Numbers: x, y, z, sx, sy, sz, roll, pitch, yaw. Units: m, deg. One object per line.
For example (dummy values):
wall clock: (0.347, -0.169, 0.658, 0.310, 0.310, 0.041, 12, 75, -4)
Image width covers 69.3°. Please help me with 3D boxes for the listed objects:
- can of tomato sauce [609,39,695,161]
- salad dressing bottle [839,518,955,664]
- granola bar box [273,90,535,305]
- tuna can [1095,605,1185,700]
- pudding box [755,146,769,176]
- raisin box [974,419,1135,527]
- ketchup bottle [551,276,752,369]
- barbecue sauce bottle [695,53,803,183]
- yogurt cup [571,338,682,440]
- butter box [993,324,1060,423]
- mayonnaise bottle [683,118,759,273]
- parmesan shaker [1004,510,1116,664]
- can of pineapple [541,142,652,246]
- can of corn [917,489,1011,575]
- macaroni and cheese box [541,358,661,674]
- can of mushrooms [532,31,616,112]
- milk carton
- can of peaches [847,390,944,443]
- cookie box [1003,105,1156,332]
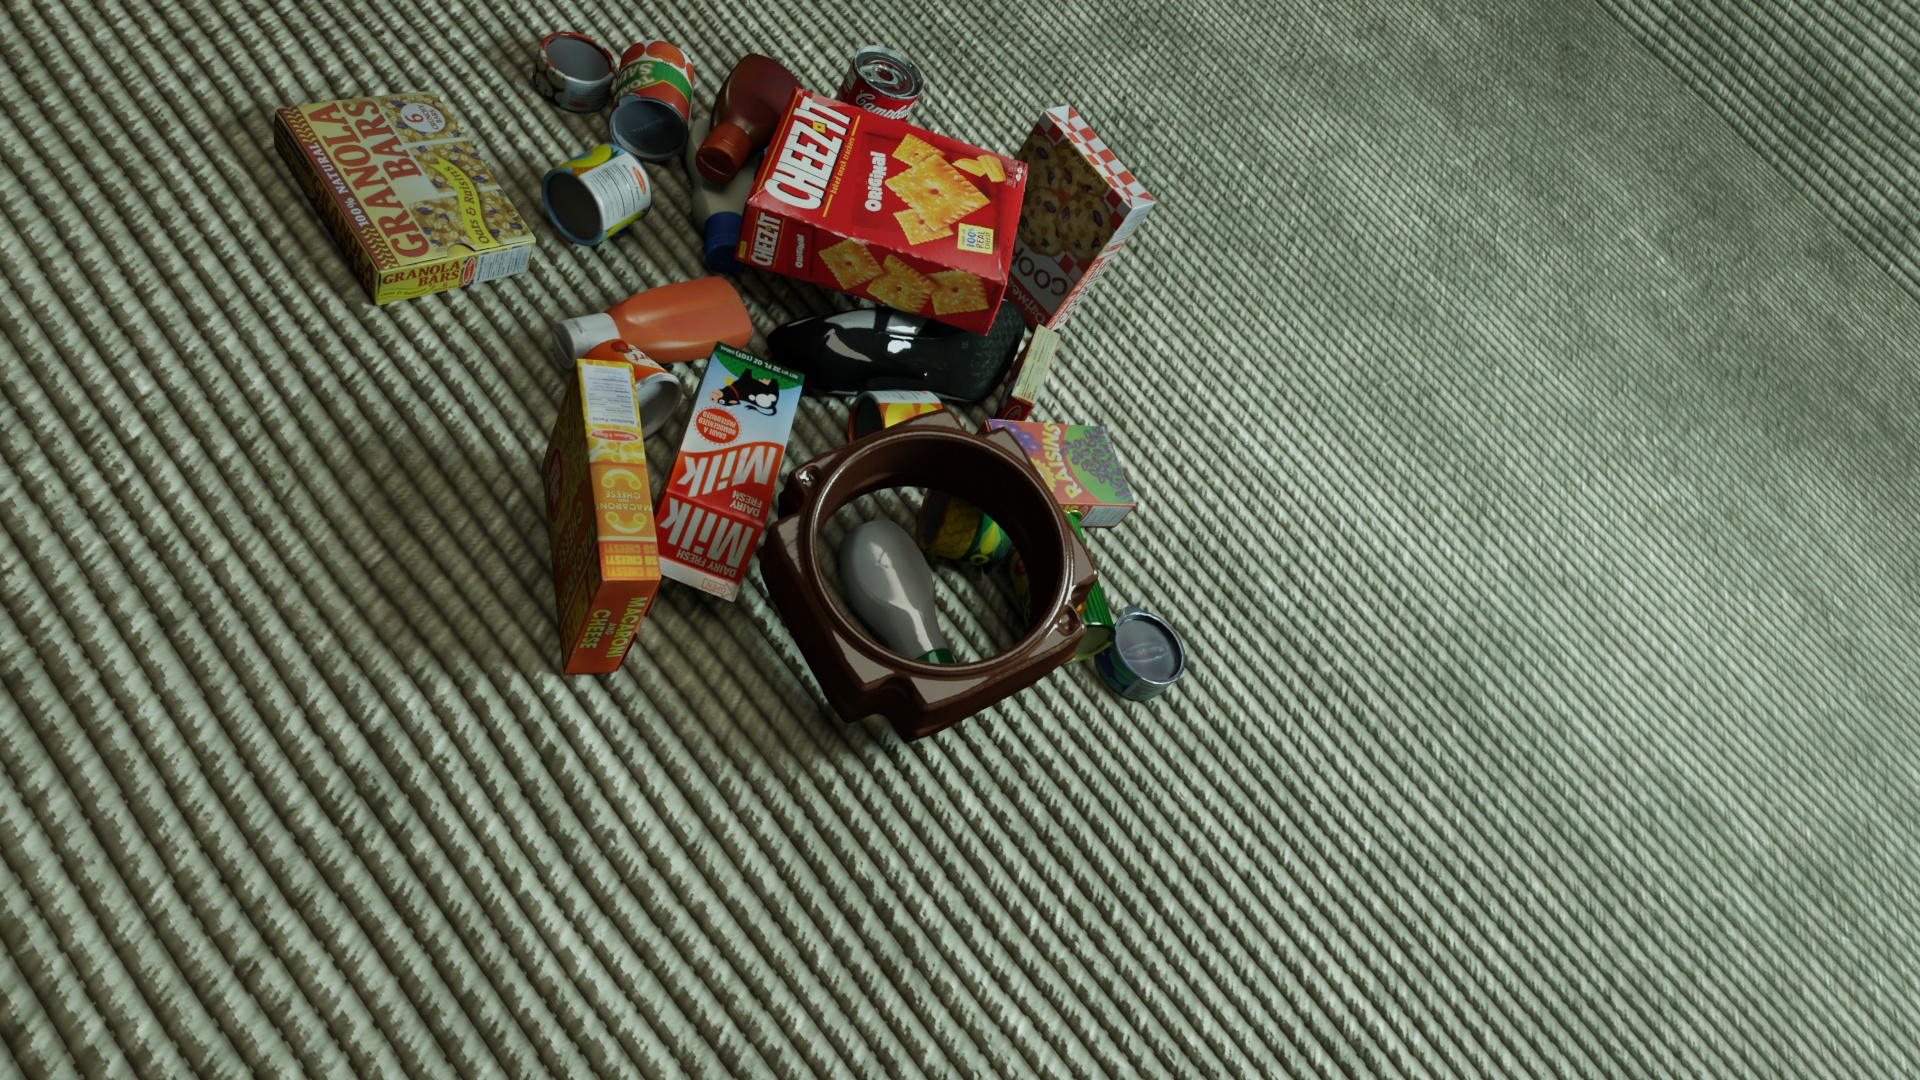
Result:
can of tomato sauce: (-0.266, -0.381, 1.196, 0.071, 0.070, 0.083, 13, 51, -21)
salad dressing bottle: (-0.040, 0.056, 1.018, 0.064, 0.043, 0.148, -14, 66, -30)
granola bar box: (-0.416, -0.261, 1.041, 0.125, 0.038, 0.166, -24, 71, -39)
tuna can: (0.141, 0.090, 1.102, 0.071, 0.032, 0.071, 15, 51, -20)
pudding box: (-0.163, -0.364, 1.268, 0.050, 0.030, 0.084, 8, 53, -24)
raisin box: (0.076, -0.055, 1.169, 0.123, 0.040, 0.086, 1, 58, -28)
ketchup bottle: (-0.237, -0.164, 1.068, 0.149, 0.043, 0.065, -19, 67, -38)
barbecue sauce bottle: (-0.184, -0.358, 1.186, 0.065, 0.043, 0.149, 31, 44, -14)
yogurt cup: (-0.246, -0.110, 1.010, 0.054, 0.072, 0.073, 44, 47, 17)
butter box: (0.056, -0.137, 1.209, 0.024, 0.052, 0.104, 27, 47, -7)
mayonnaise bottle: (-0.202, -0.295, 1.188, 0.065, 0.041, 0.149, 10, 54, -27)
parmesan shaker: (0.077, 0.036, 1.080, 0.071, 0.071, 0.103, 1, 57, -29)
can of pineapple: (-0.291, -0.275, 1.107, 0.071, 0.070, 0.058, 41, 47, 3)
can of corn: (0.004, -0.014, 1.081, 0.058, 0.070, 0.071, 14, 51, -20)
macaroni and cheese box: (-0.235, -0.015, 0.904, 0.040, 0.123, 0.167, 1, 57, -28)
can of mushrooms: (-0.335, -0.407, 1.200, 0.071, 0.033, 0.071, 15, 52, -19)
milk carton: (-0.173, -0.044, 0.995, 0.072, 0.073, 0.191, 21, 49, -14)
can of peaches: (-0.050, -0.083, 1.101, 0.058, 0.071, 0.071, -3, 59, -31)
cookie box: (0.083, -0.286, 1.258, 0.040, 0.166, 0.123, -26, 72, -43)
